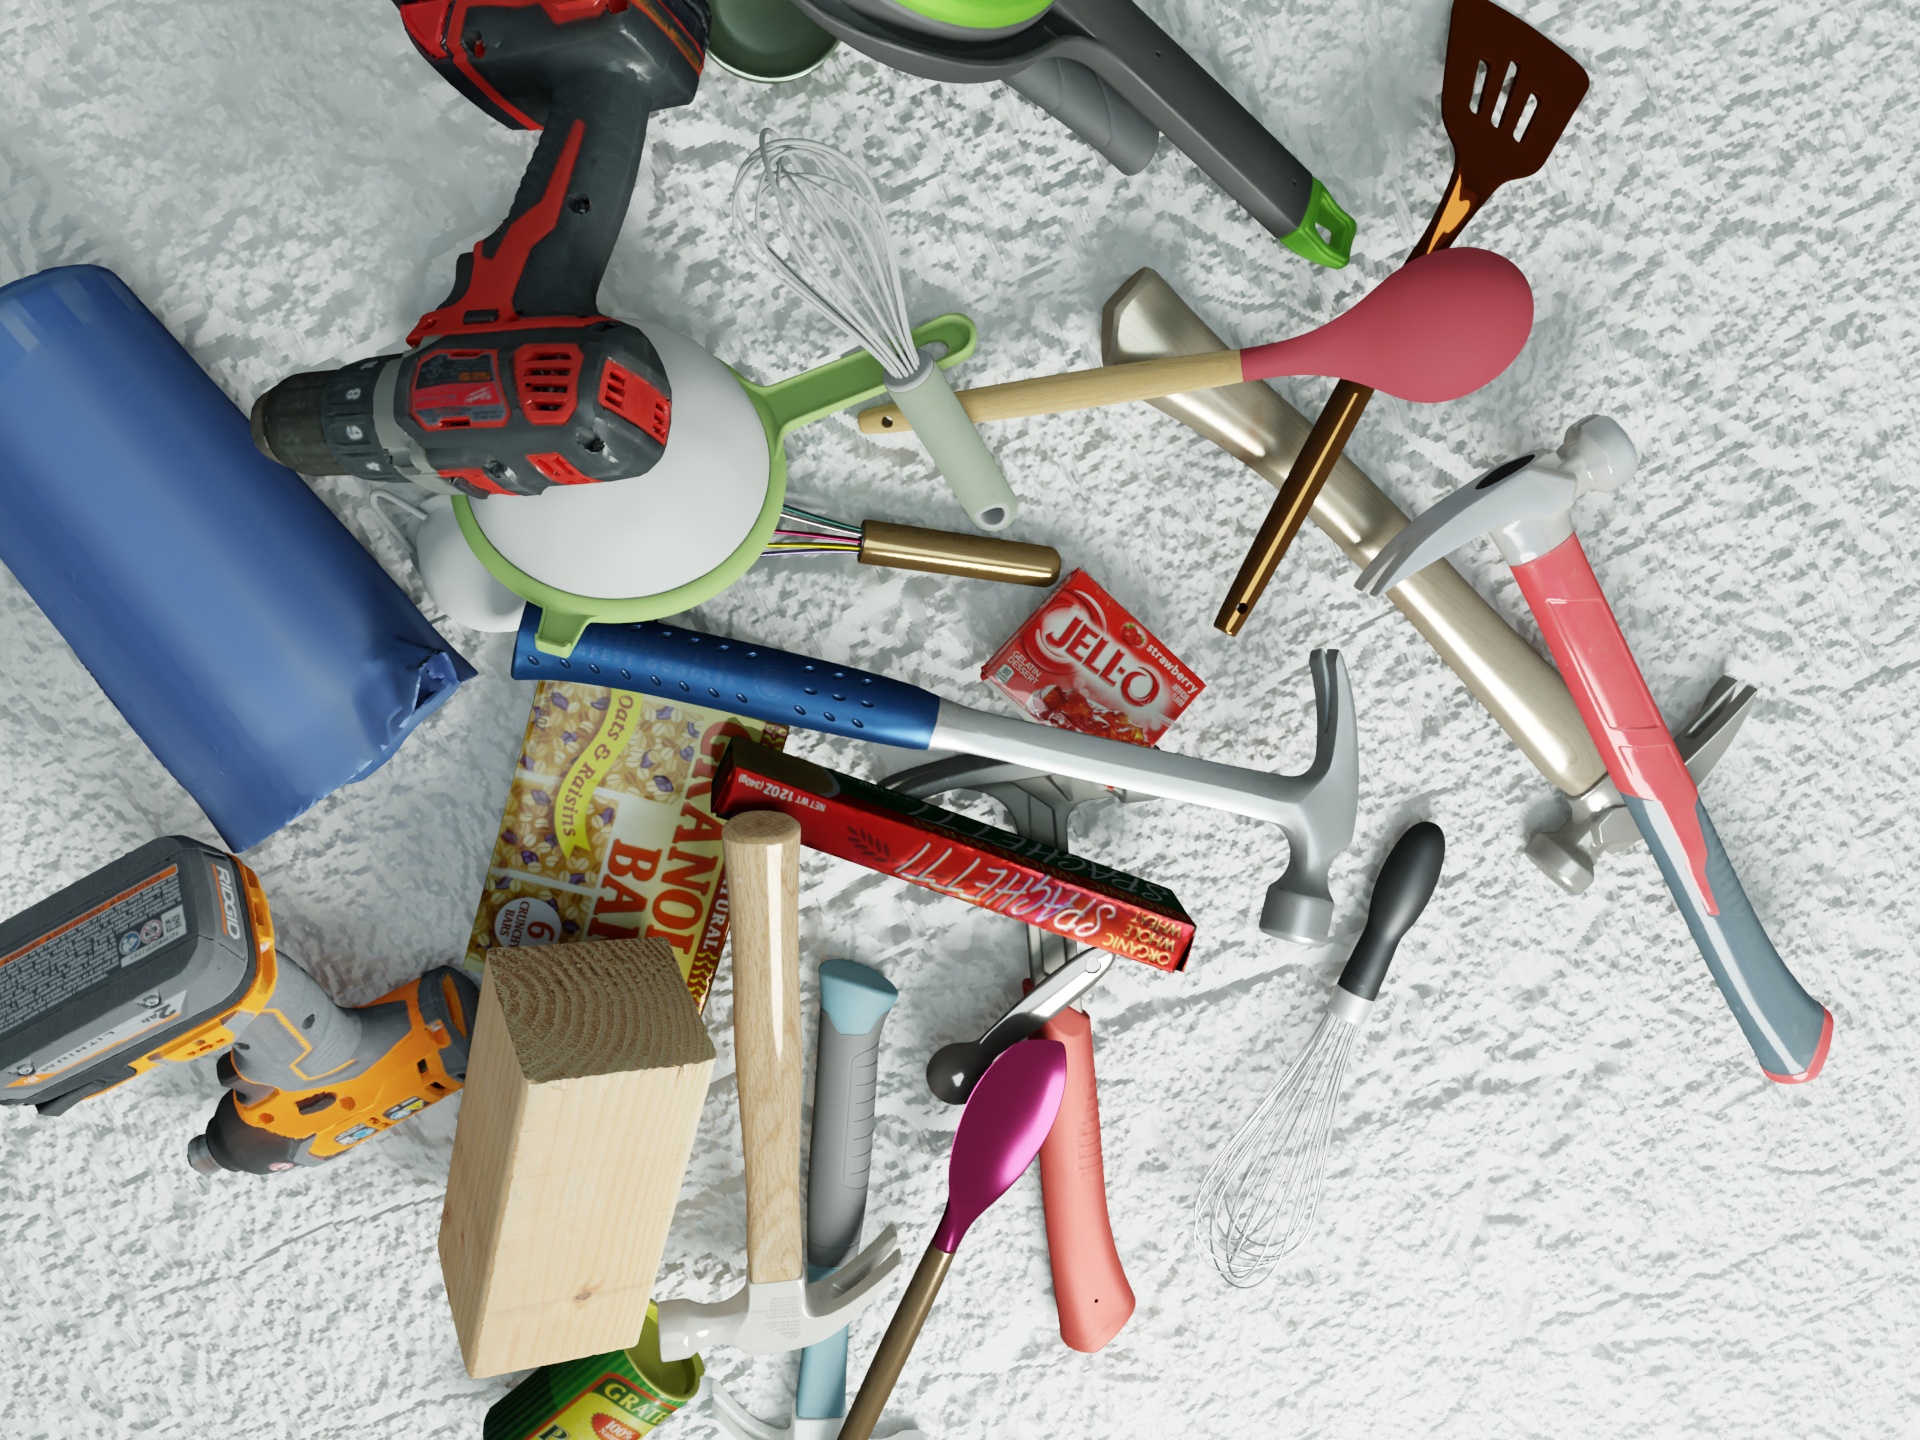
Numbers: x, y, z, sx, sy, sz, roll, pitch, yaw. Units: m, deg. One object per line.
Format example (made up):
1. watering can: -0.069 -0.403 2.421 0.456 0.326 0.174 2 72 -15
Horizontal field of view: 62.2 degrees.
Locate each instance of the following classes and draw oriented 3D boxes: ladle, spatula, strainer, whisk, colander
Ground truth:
1. ladle: 0.104 -0.163 0.739 0.315 0.031 0.069 -7 116 12
2. spatula: 0.200 -0.186 0.758 0.081 0.041 0.322 26 97 -13
3. strainer: -0.162 -0.045 0.767 0.258 0.050 0.087 21 139 -20
4. strainer: -0.105 -0.144 0.709 0.256 0.069 0.152 -24 73 -14
5. whisk: -0.027 -0.159 0.697 0.058 0.059 0.246 -20 144 14
6. whisk: 0.203 0.186 0.881 0.070 0.070 0.284 21 98 -13
7. whisk: -0.070 -0.087 0.771 0.245 0.047 0.051 7 105 -12
8. colander: 0.058 -0.325 0.650 0.396 0.094 0.205 31 62 -28

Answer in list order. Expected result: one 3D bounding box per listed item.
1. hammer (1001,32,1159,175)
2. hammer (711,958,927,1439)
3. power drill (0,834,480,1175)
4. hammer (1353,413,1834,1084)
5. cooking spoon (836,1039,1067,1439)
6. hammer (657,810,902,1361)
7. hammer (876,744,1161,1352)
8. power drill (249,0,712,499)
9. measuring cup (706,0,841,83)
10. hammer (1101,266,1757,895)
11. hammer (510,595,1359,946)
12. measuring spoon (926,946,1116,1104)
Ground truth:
1. hammer: -0.074 -0.338 0.634 0.408 0.036 0.149 25 64 -30
2. hammer: -0.069 0.289 0.889 0.128 0.033 0.331 3 106 -9
3. power drill: -0.340 0.151 0.740 0.164 0.084 0.226 -28 149 2
4. hammer: 0.348 0.044 0.824 0.143 0.038 0.386 -32 106 2
5. cooking spoon: -0.019 0.306 0.868 0.068 0.017 0.319 10 110 -40
6. hammer: -0.092 0.192 0.794 0.130 0.031 0.331 -3 118 -11
7. hammer: 0.046 0.188 0.871 0.149 0.037 0.359 -7 107 -5
8. power drill: -0.197 -0.200 0.648 0.188 0.080 0.227 1 79 24
9. measuring cup: -0.092 -0.362 0.688 0.083 0.038 0.167 -11 105 -4
10. hammer: 0.234 -0.084 0.812 0.410 0.038 0.146 40 97 -16
11. hammer: -0.001 -0.002 0.749 0.405 0.035 0.144 13 89 -10
12. measuring spoon: 0.034 0.160 0.833 0.124 0.018 0.034 -40 106 4
